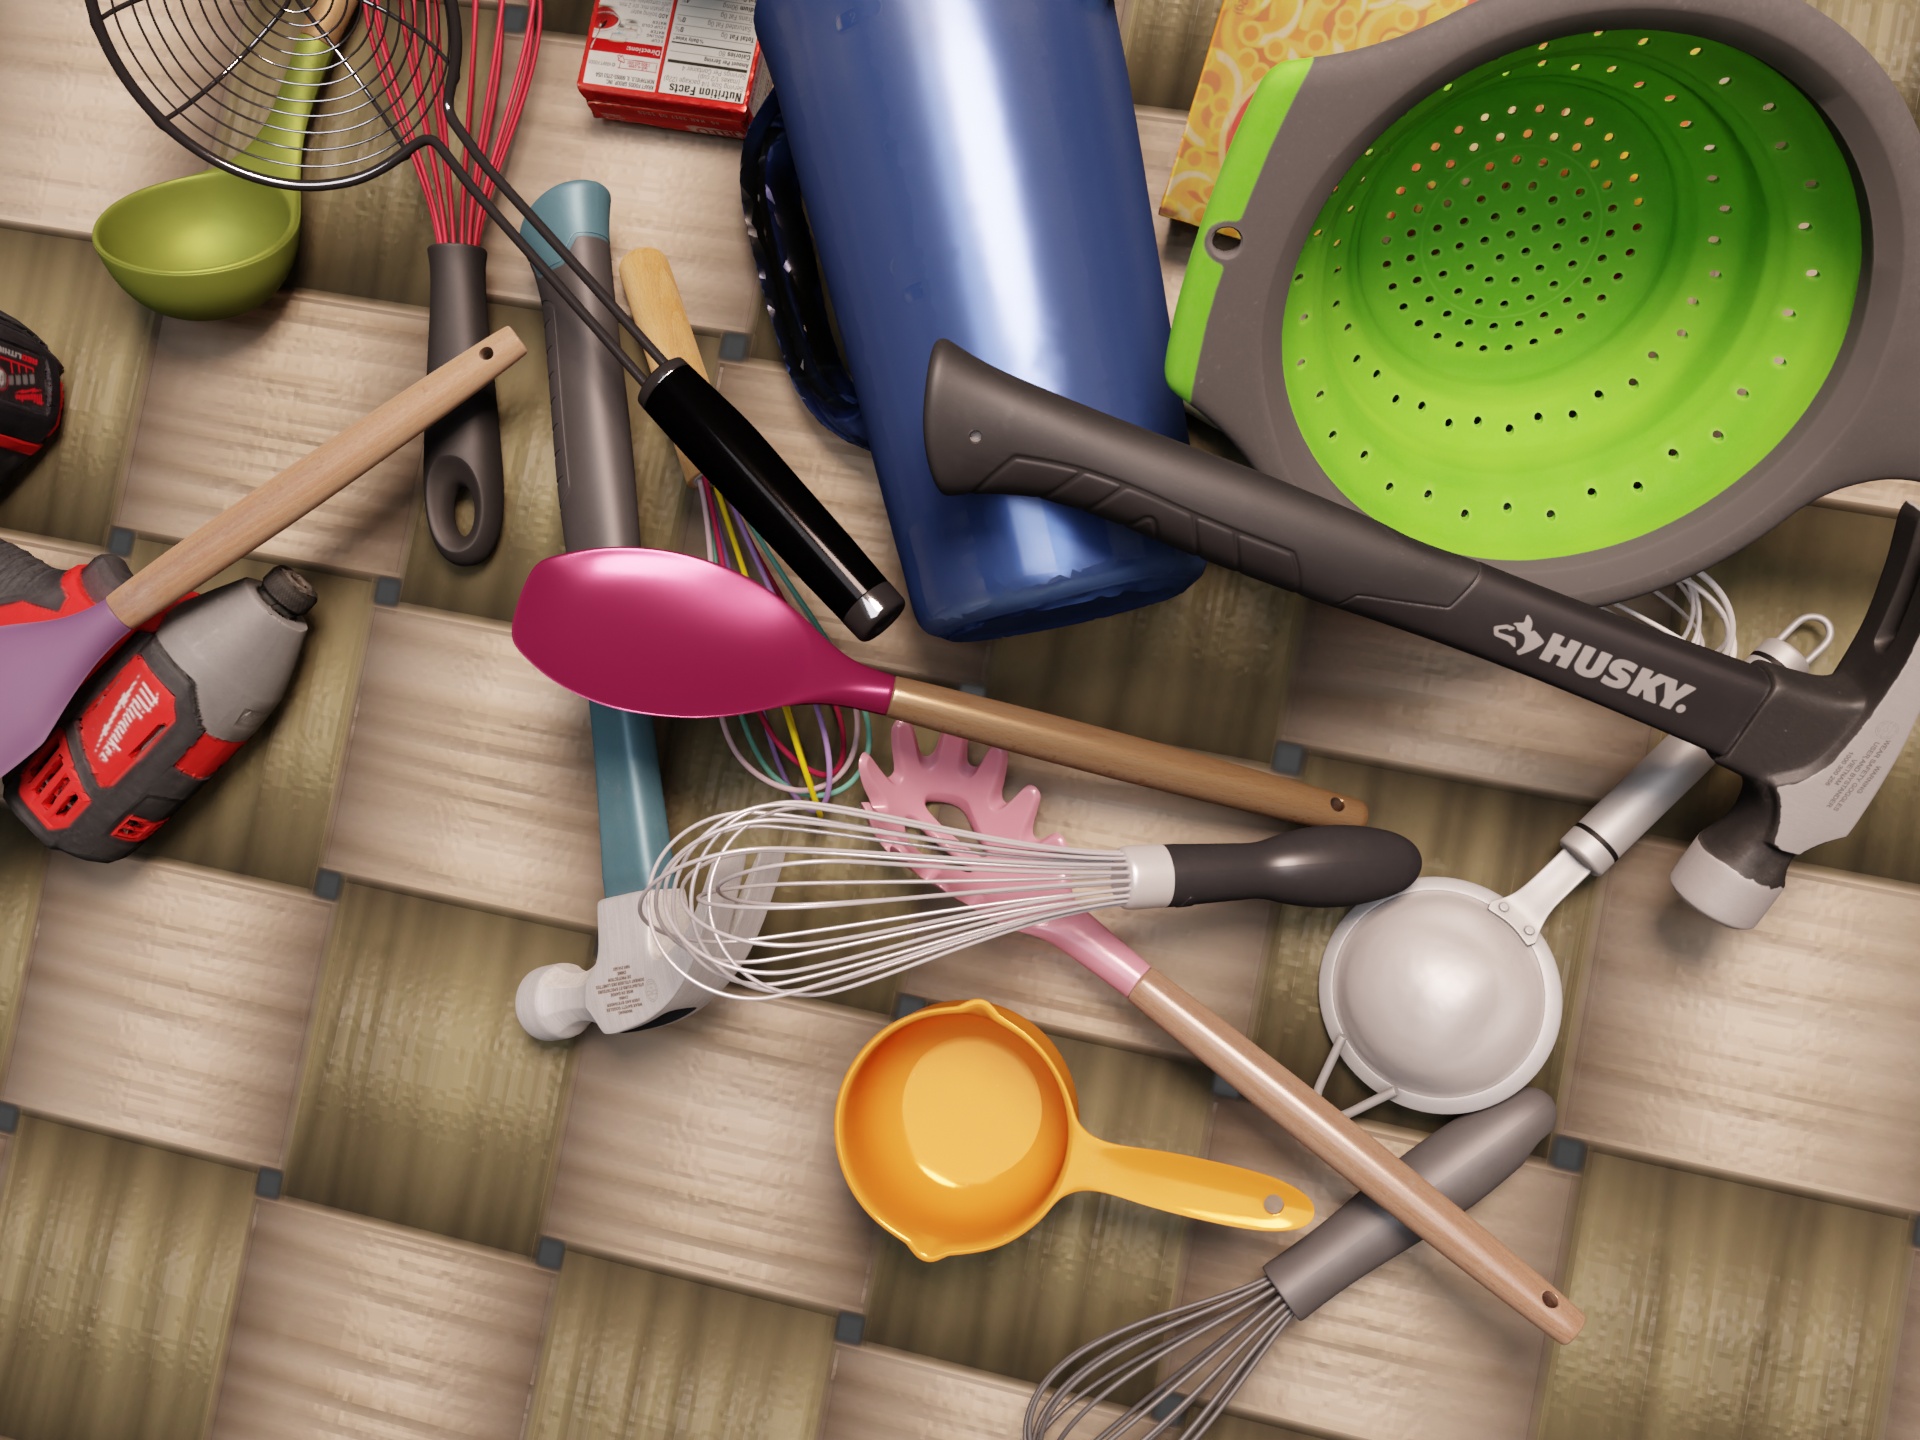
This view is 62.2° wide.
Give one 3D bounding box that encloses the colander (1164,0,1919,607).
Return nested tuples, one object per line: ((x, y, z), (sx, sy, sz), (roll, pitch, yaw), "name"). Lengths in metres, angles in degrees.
((0.266, -0.123, 0.522), (0.397, 0.095, 0.204), (14, 126, -5), "colander")

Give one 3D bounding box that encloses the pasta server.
((0.087, 0.109, 0.572), (0.316, 0.040, 0.060), (38, 62, 16), "pasta server")

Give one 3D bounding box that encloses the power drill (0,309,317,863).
((-0.372, -0.065, 0.652), (0.143, 0.078, 0.220), (-44, 84, 3), "power drill")

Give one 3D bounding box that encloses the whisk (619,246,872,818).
((-0.090, -0.078, 0.626), (0.051, 0.047, 0.245), (-24, 79, 23), "whisk")

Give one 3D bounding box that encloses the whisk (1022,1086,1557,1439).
((0.119, 0.209, 0.579), (0.239, 0.055, 0.055), (-36, 82, 0), "whisk")

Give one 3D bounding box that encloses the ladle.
((-0.265, -0.313, 0.662), (0.078, 0.062, 0.320), (22, 87, 14), "ladle")

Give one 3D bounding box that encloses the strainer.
((0.221, 0.051, 0.577), (0.258, 0.050, 0.087), (-44, 67, 0), "strainer")

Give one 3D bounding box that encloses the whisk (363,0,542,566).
((-0.205, -0.211, 0.648), (0.073, 0.073, 0.296), (0, 92, 8), "whisk")

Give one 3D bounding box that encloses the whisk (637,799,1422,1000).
((0.033, 0.056, 0.551), (0.284, 0.070, 0.070), (-1, 86, -16), "whisk")

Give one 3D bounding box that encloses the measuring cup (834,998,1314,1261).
((0.042, 0.157, 0.589), (0.173, 0.052, 0.095), (12, 88, 7), "measuring cup")

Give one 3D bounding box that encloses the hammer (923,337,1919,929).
((0.144, -0.048, 0.502), (0.334, 0.035, 0.146), (20, 117, -6), "hammer")

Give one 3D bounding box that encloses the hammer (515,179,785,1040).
((-0.137, -0.047, 0.617), (0.128, 0.033, 0.331), (-14, 80, 36), "hammer")

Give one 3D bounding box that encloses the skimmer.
((-0.160, -0.161, 0.560), (0.363, 0.090, 0.127), (48, 112, 8), "skimmer")

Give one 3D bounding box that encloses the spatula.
((-0.300, -0.058, 0.606), (0.316, 0.018, 0.060), (-36, 88, -5), "spatula")

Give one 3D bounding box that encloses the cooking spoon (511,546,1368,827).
((-0.001, -0.002, 0.576), (0.319, 0.017, 0.069), (14, 58, -8), "cooking spoon")

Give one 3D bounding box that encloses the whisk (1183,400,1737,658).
((0.172, -0.082, 0.592), (0.246, 0.057, 0.059), (31, 57, 12), "whisk")
